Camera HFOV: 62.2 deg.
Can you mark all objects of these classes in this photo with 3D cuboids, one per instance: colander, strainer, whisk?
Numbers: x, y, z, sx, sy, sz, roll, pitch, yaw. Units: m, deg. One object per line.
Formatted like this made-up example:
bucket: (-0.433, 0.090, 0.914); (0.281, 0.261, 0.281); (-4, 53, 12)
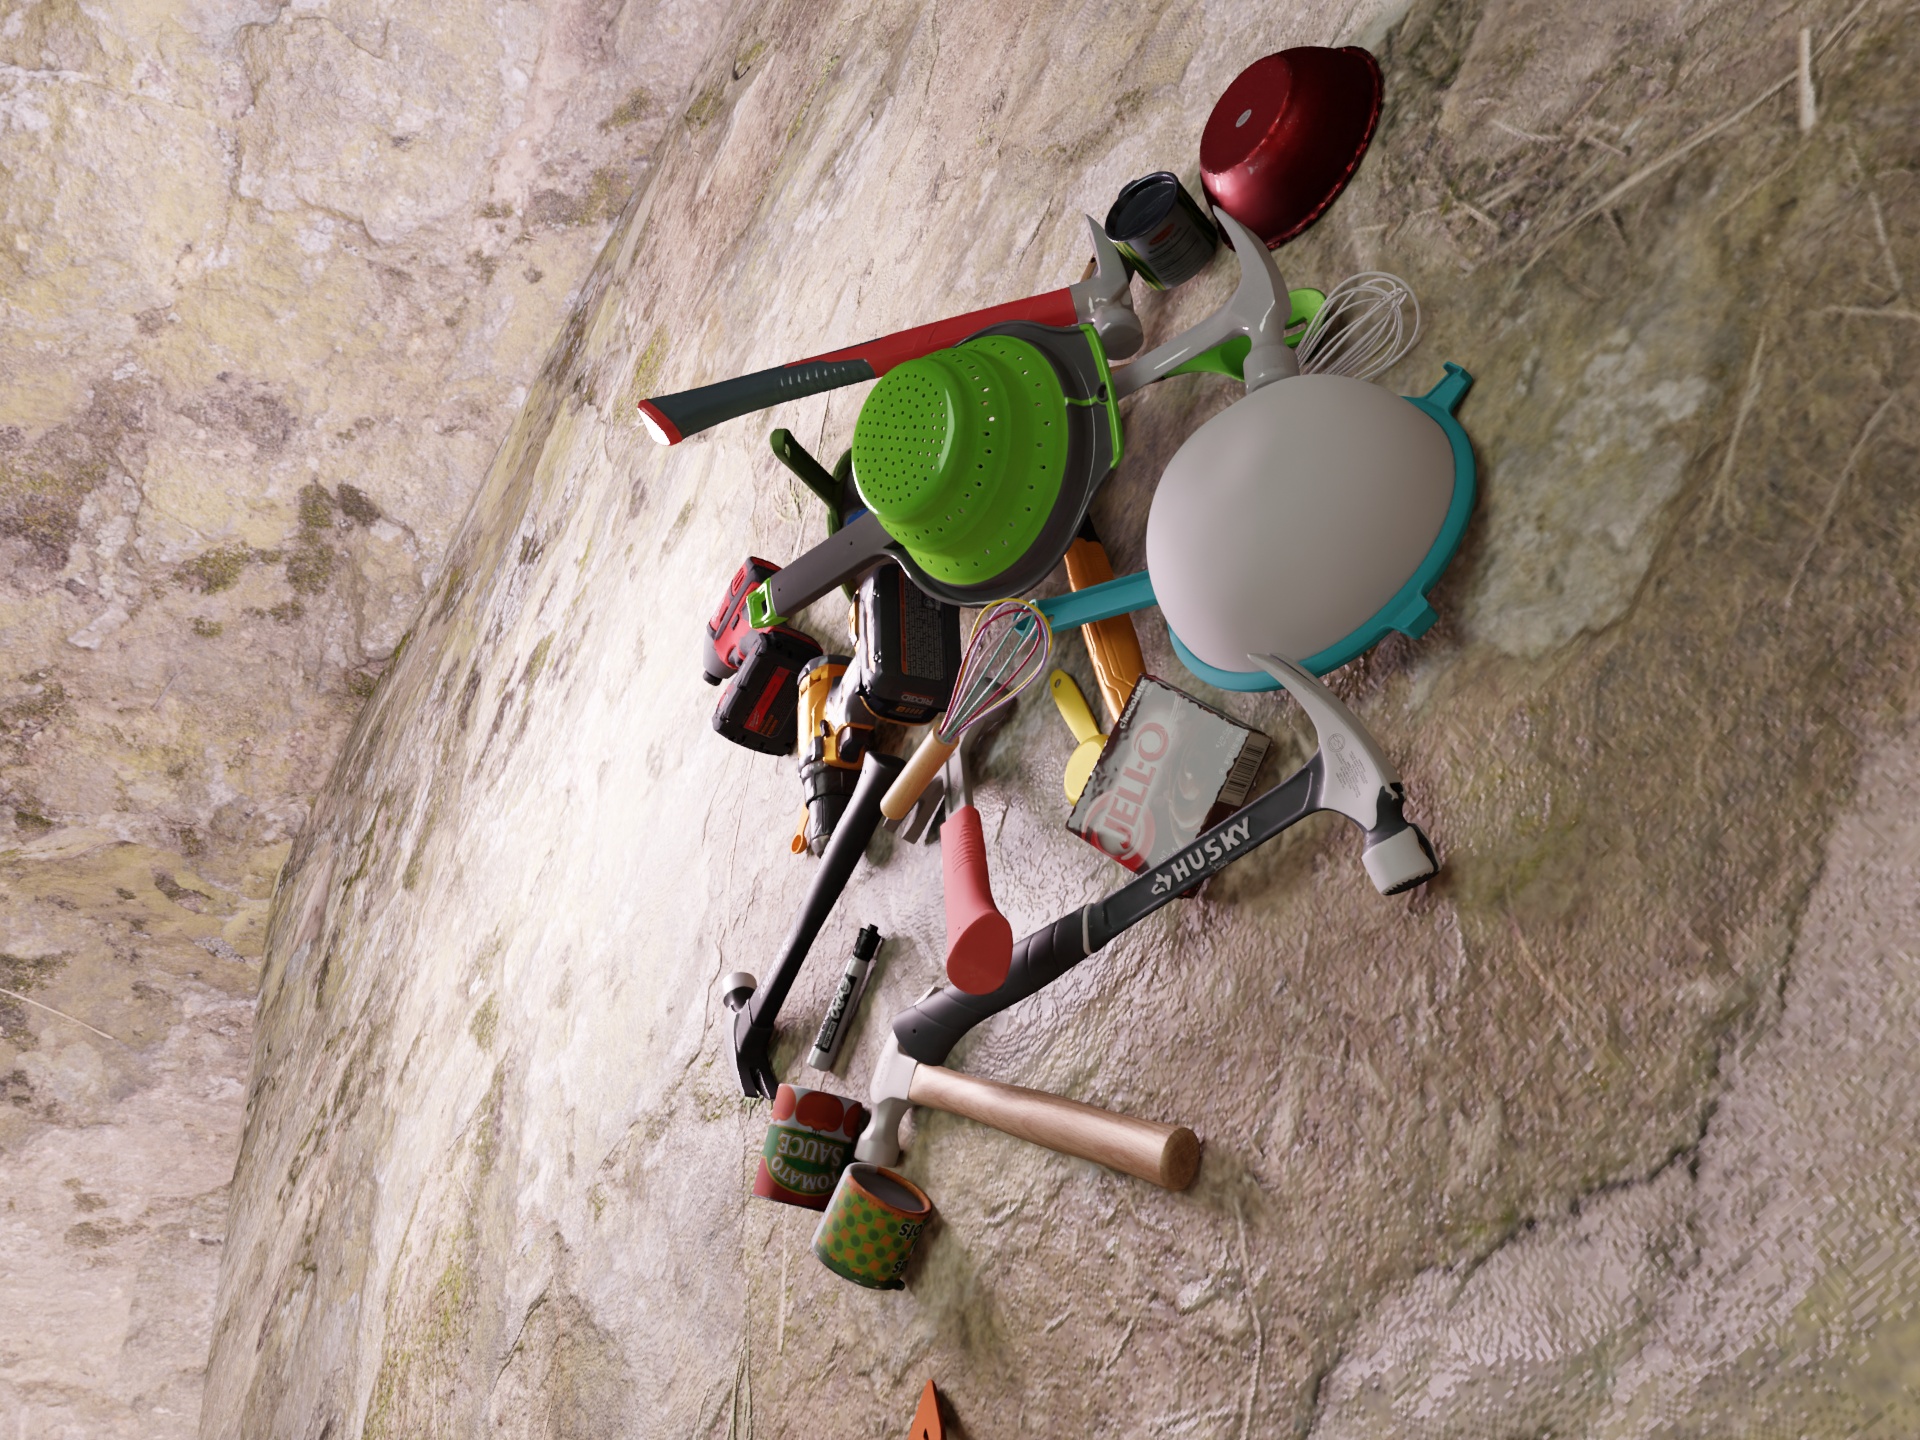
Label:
colander: (-0.062, -0.156, 1.144); (0.397, 0.094, 0.205); (-27, 66, 41)
strainer: (-0.071, -0.179, 1.311); (0.069, 0.256, 0.152); (-3, 72, 22)
whisk: (-0.003, -0.005, 1.106); (0.245, 0.047, 0.051); (126, 153, -45)
whisk: (0.203, -0.195, 1.036); (0.246, 0.059, 0.058); (-46, -1, 40)
strainer: (0.137, -0.116, 0.968); (0.340, 0.095, 0.211); (-14, 48, 43)

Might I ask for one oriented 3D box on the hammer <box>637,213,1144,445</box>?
hammer: (-0.061, -0.291, 1.227); (0.386, 0.038, 0.143); (-14, 52, 5)

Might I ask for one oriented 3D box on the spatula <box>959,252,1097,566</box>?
spatula: (0.054, -0.250, 1.310); (0.082, 0.044, 0.317); (20, 86, 40)

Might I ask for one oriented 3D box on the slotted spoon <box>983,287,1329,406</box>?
slotted spoon: (0.123, -0.247, 1.133); (0.314, 0.031, 0.070); (-4, 63, 39)

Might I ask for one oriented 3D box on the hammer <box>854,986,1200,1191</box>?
hammer: (0.035, 0.248, 1.022); (0.331, 0.031, 0.130); (-5, 67, 57)

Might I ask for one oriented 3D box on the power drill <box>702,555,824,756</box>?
power drill: (-0.205, -0.062, 1.578); (0.143, 0.078, 0.220); (-58, 28, 16)

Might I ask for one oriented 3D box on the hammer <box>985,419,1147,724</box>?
hammer: (0.083, -0.106, 1.128); (0.127, 0.034, 0.337); (-30, 51, 20)

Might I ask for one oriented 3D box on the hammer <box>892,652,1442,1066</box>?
hammer: (0.089, 0.111, 0.950); (0.409, 0.036, 0.149); (-39, 66, 38)

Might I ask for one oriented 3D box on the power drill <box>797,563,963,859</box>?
power drill: (-0.076, -0.001, 1.302); (0.226, 0.084, 0.185); (133, 141, -52)

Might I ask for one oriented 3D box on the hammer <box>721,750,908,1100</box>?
hammer: (-0.119, 0.159, 1.278); (0.334, 0.035, 0.146); (-62, 28, 29)

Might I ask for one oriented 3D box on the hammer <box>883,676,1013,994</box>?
hammer: (-0.004, 0.090, 1.079); (0.149, 0.036, 0.359); (-57, 13, 16)

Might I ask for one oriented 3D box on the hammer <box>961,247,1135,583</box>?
hammer: (0.088, -0.269, 1.256); (0.128, 0.033, 0.331); (17, 81, 38)

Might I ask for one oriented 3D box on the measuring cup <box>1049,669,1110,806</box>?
measuring cup: (0.081, 0.008, 1.107); (0.062, 0.029, 0.157); (-54, 34, 23)

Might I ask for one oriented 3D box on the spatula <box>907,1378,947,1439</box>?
spatula: (0.043, 0.465, 0.877); (0.323, 0.041, 0.081); (8, 78, 55)

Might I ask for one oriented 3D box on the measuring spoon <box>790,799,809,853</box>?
measuring spoon: (-0.130, 0.067, 1.435); (0.021, 0.011, 0.117); (-12, 57, 55)

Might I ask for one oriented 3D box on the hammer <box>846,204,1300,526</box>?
hammer: (0.061, -0.212, 1.124); (0.405, 0.035, 0.144); (-24, 60, 41)
